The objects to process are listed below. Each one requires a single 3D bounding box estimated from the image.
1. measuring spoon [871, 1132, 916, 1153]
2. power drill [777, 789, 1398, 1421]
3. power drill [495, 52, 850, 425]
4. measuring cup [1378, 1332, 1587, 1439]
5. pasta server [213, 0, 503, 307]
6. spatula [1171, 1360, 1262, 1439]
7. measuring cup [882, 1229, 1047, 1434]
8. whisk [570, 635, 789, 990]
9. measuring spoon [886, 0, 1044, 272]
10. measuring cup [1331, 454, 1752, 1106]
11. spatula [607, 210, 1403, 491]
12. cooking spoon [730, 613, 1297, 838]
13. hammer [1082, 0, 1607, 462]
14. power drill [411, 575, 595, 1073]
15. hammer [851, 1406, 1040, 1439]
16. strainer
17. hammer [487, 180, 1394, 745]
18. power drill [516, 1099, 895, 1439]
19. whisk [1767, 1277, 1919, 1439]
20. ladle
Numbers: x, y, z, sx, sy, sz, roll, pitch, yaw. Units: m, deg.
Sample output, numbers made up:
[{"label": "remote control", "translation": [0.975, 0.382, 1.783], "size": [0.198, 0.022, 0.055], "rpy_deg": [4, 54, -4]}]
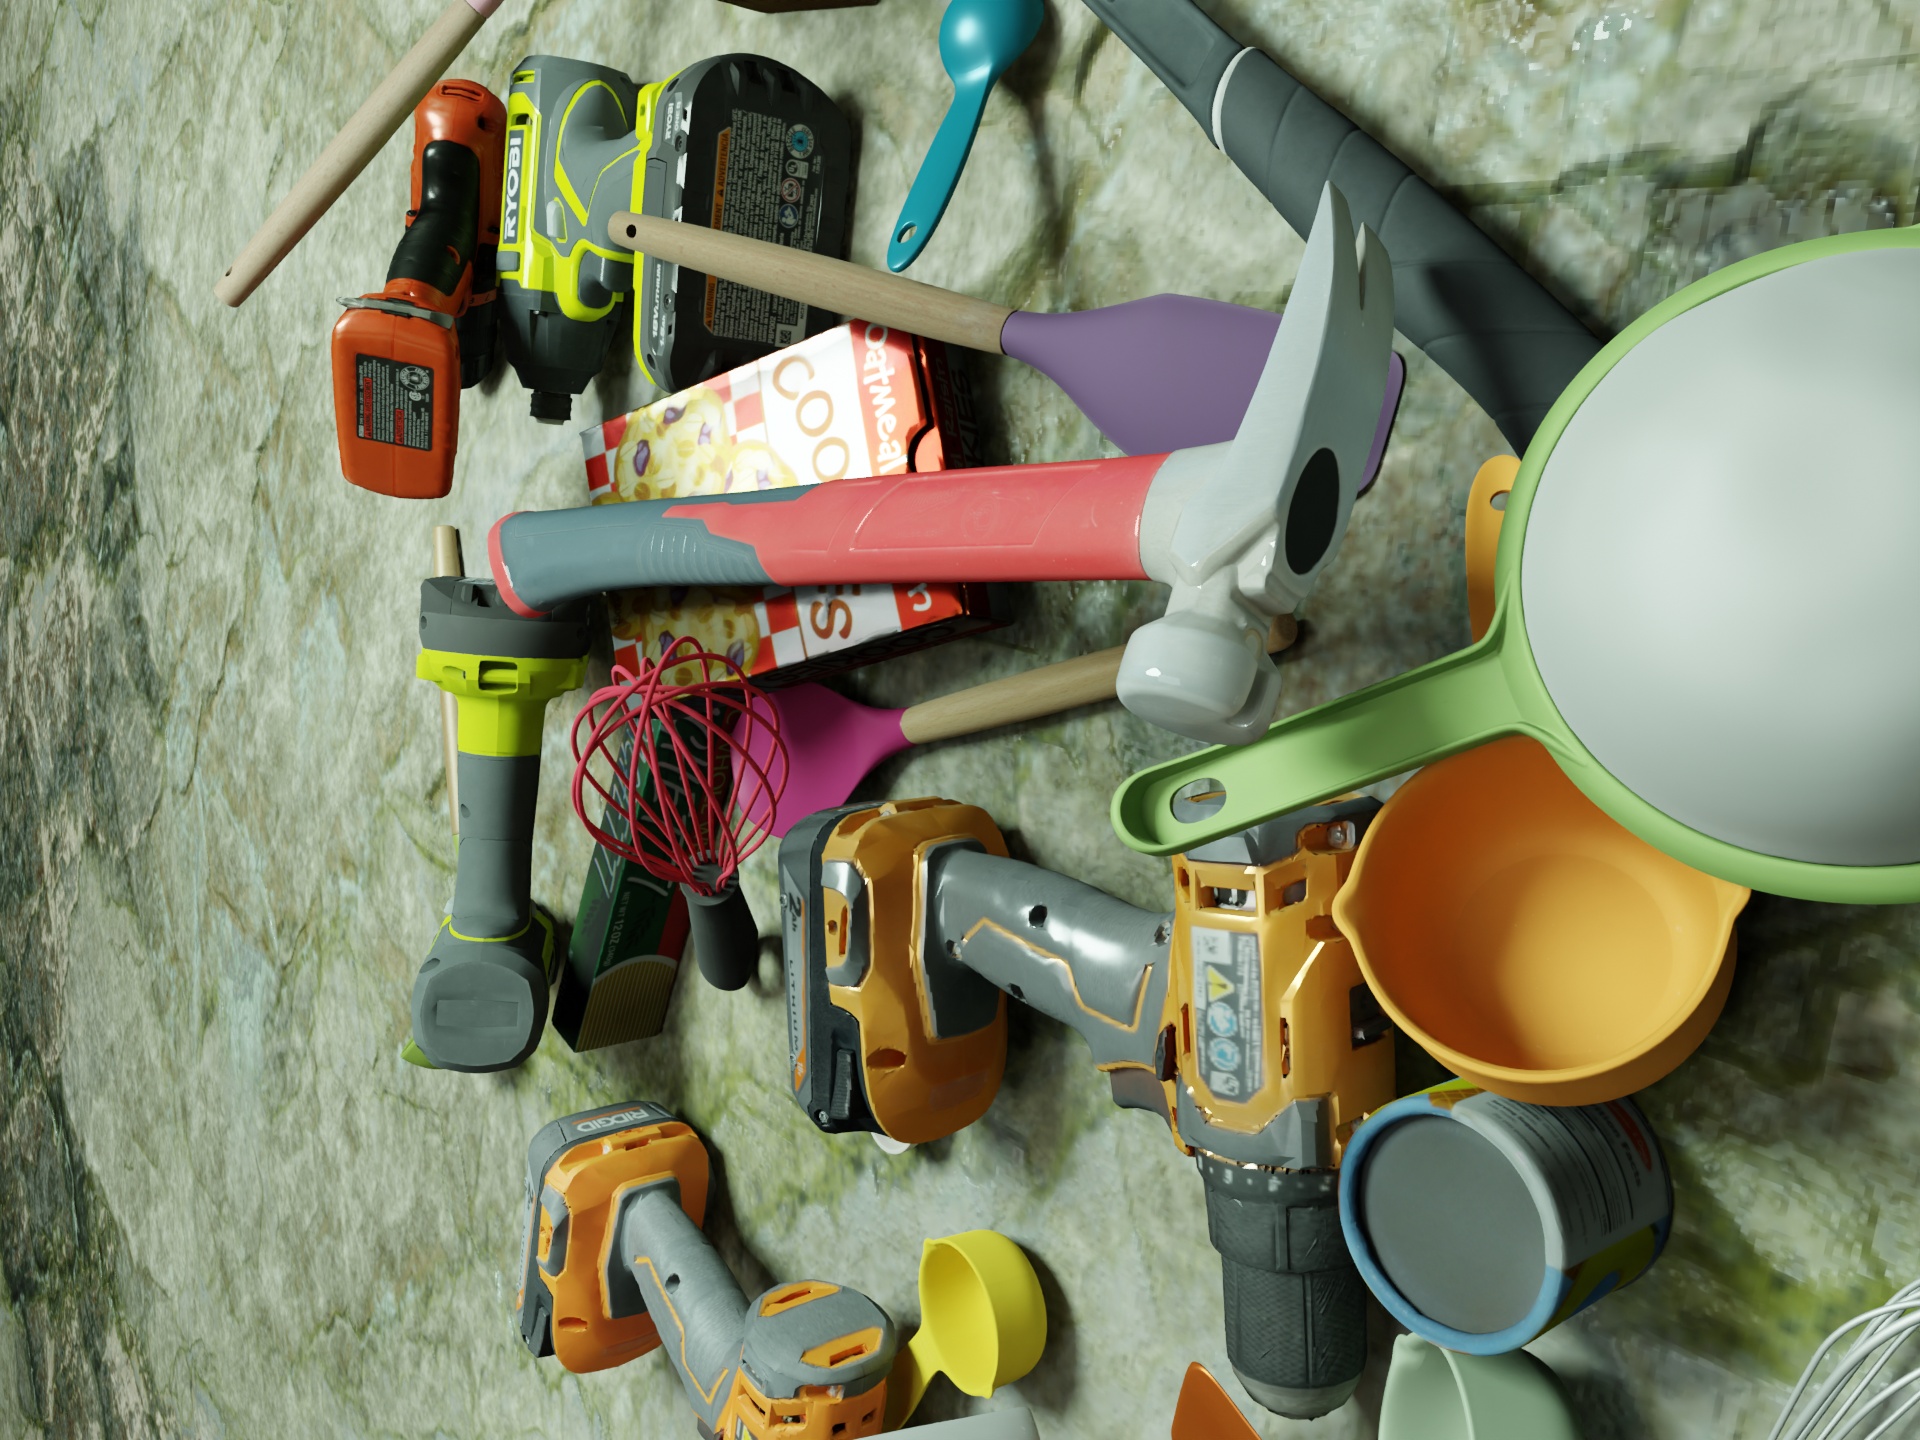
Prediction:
[{"label": "measuring spoon", "translation": [-0.032, 0.116, 0.659], "size": [0.034, 0.018, 0.124], "rpy_deg": [-36, 59, 44]}, {"label": "power drill", "translation": [0.041, 0.112, 0.527], "size": [0.226, 0.084, 0.185], "rpy_deg": [0, 94, 45]}, {"label": "power drill", "translation": [-0.146, -0.213, 0.722], "size": [0.223, 0.080, 0.171], "rpy_deg": [21, 108, 50]}, {"label": "measuring cup", "translation": [0.137, 0.240, 0.452], "size": [0.083, 0.038, 0.167], "rpy_deg": [-86, 1, -52]}, {"label": "pasta server", "translation": [-0.237, -0.305, 0.739], "size": [0.316, 0.040, 0.060], "rpy_deg": [-43, 43, 12]}, {"label": "spatula", "translation": [0.038, 0.316, 0.561], "size": [0.081, 0.041, 0.322], "rpy_deg": [51, 132, 22]}, {"label": "measuring cup", "translation": [-0.005, 0.252, 0.633], "size": [0.062, 0.029, 0.156], "rpy_deg": [63, 145, 32]}, {"label": "whisk", "translation": [-0.097, 0.053, 0.608], "size": [0.295, 0.073, 0.073], "rpy_deg": [97, 151, -64]}, {"label": "measuring spoon", "translation": [-0.006, -0.212, 0.553], "size": [0.042, 0.021, 0.129], "rpy_deg": [1, 63, 41]}, {"label": "measuring cup", "translation": [0.150, 0.014, 0.417], "size": [0.095, 0.052, 0.174], "rpy_deg": [-8, 61, 26]}, {"label": "spatula", "translation": [-0.004, -0.136, 0.544], "size": [0.316, 0.018, 0.059], "rpy_deg": [23, 109, 27]}, {"label": "cooking spoon", "translation": [-0.001, -0.002, 0.609], "size": [0.319, 0.017, 0.069], "rpy_deg": [-15, 82, 49]}, {"label": "hammer", "translation": [0.077, -0.201, 0.478], "size": [0.149, 0.036, 0.409], "rpy_deg": [-44, 63, 17]}, {"label": "power drill", "translation": [-0.232, 0.044, 0.806], "size": [0.191, 0.080, 0.228], "rpy_deg": [-151, 66, -77]}, {"label": "hammer", "translation": [-0.054, 0.376, 0.627], "size": [0.034, 0.127, 0.336], "rpy_deg": [-114, 27, -46]}, {"label": "strainer", "translation": [0.137, -0.021, 0.350], "size": [0.256, 0.069, 0.152], "rpy_deg": [-23, 71, 26]}, {"label": "hammer", "translation": [-0.043, -0.075, 0.519], "size": [0.386, 0.038, 0.143], "rpy_deg": [5, 70, 47]}, {"label": "power drill", "translation": [-0.117, 0.287, 0.705], "size": [0.227, 0.084, 0.164], "rpy_deg": [26, 113, 47]}, {"label": "whisk", "translation": [0.186, 0.209, 0.389], "size": [0.058, 0.059, 0.246], "rpy_deg": [-83, 14, -55]}, {"label": "ladle", "translation": [-0.305, 0.041, 0.934], "size": [0.078, 0.062, 0.320], "rpy_deg": [155, 110, -67]}]
